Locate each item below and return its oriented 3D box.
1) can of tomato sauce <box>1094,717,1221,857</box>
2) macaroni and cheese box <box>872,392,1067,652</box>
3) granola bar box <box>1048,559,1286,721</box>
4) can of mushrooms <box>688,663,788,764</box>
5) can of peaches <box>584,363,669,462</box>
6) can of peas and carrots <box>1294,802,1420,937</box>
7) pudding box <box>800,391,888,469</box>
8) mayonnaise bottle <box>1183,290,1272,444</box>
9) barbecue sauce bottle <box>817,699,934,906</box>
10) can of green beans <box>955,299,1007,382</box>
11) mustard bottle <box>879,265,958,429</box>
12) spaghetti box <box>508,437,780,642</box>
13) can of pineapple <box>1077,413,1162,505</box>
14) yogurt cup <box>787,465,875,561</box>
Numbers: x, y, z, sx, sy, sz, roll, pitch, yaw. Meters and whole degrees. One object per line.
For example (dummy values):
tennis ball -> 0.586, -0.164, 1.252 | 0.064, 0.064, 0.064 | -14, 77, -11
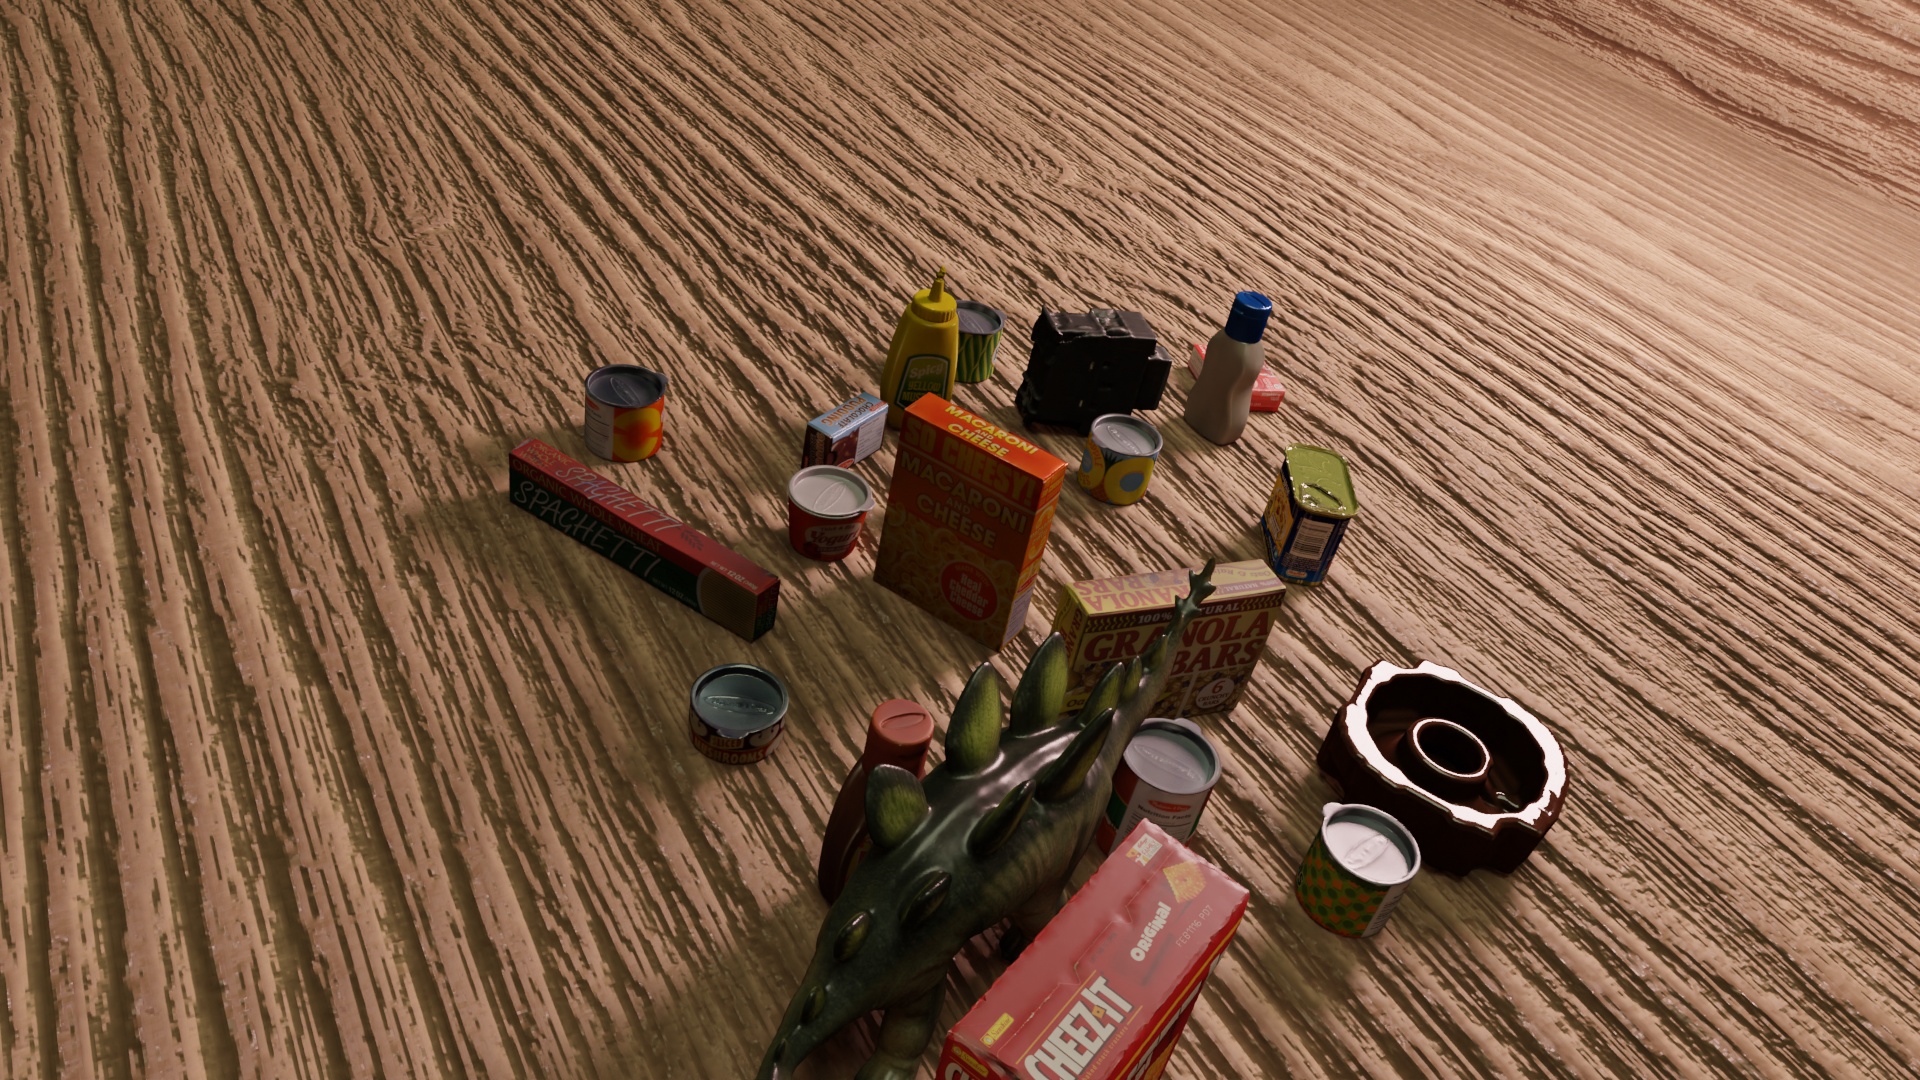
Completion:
can of tomato sauce -> 0.129, 0.169, 0.922 | 0.071, 0.082, 0.071 | 8, 37, -6
macaroni and cheese box -> 0.004, -0.013, 1.051 | 0.124, 0.165, 0.040 | 29, 40, 20
granola bar box -> 0.142, 0.079, 1.008 | 0.166, 0.123, 0.039 | -6, 41, -24
can of mushrooms -> -0.152, 0.119, 0.943 | 0.071, 0.033, 0.071 | 8, 37, -6
can of peaches -> -0.283, -0.108, 1.178 | 0.071, 0.057, 0.071 | 8, 37, -6
can of peas and carrots -> 0.259, 0.217, 0.919 | 0.071, 0.058, 0.071 | 8, 37, -6
pudding box -> -0.101, -0.092, 1.217 | 0.030, 0.049, 0.084 | 30, 40, 21
mayonnaise bottle -> 0.263, -0.168, 1.343 | 0.041, 0.147, 0.065 | -17, 46, -33
barbecue sauce bottle -> -0.046, 0.159, 0.829 | 0.065, 0.147, 0.044 | -10, 42, -27
can of green beans -> 0.006, -0.197, 1.379 | 0.071, 0.057, 0.071 | 8, 37, -6
mustard bottle -> -0.033, -0.174, 1.253 | 0.065, 0.159, 0.049 | 0, 39, -16
spaghetti box -> -0.246, -0.003, 1.059 | 0.250, 0.049, 0.029 | 28, 39, 19
can of pineapple -> 0.142, -0.074, 1.260 | 0.071, 0.057, 0.071 | 8, 37, -6
yogurt cup -> -0.108, -0.020, 1.120 | 0.072, 0.053, 0.073 | 8, 37, -6
